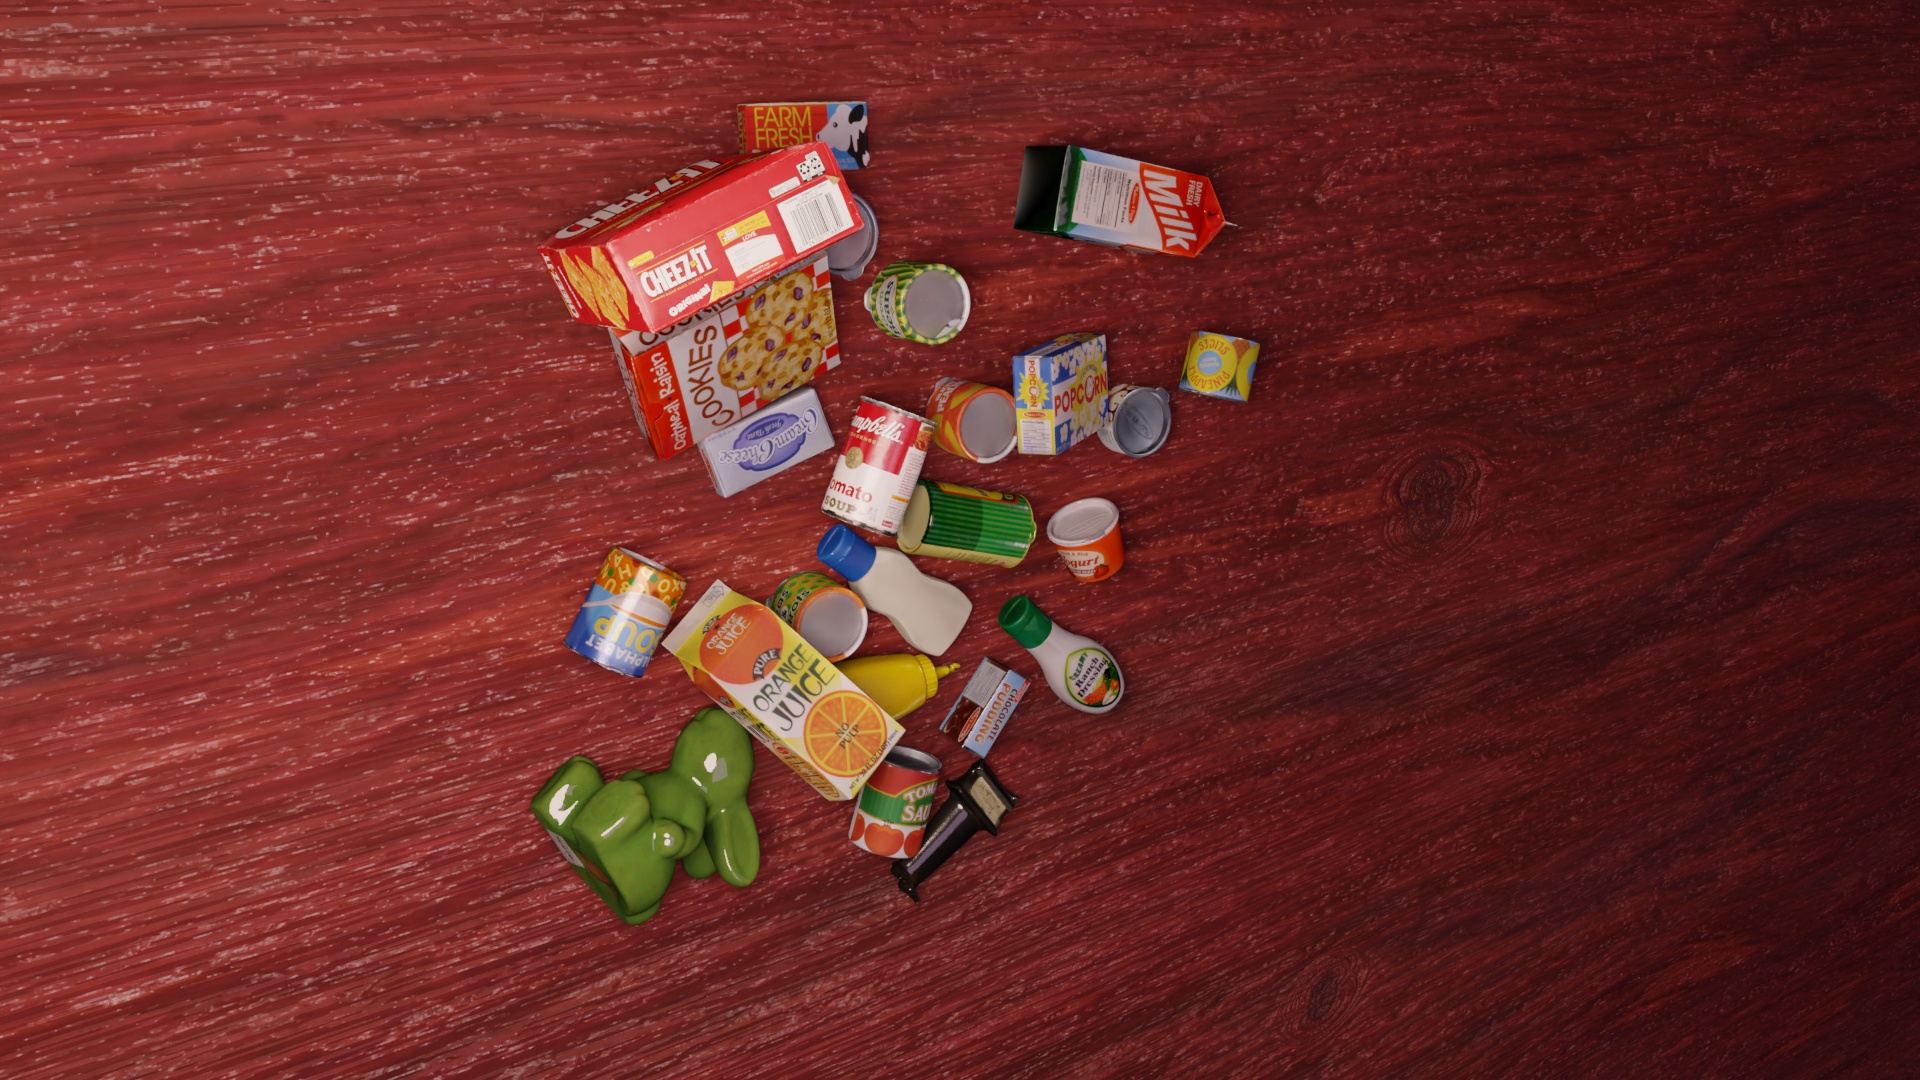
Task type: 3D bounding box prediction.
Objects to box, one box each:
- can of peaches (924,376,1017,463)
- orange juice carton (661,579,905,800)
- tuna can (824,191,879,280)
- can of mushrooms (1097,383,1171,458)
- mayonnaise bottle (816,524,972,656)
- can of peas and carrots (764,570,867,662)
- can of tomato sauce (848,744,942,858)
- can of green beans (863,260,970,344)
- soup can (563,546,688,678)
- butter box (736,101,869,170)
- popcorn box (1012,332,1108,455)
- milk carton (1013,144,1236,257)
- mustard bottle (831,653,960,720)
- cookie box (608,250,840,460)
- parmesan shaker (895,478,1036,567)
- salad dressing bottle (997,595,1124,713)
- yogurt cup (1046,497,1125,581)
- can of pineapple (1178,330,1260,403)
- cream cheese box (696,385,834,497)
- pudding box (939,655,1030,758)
[{"bbox_3d":[0.010,-0.105,1.195,0.071,0.058,0.071,-8,107,-28],"label":"can of peaches"},{"bbox_3d":[-0.144,0.120,1.111,0.192,0.073,0.072,43,67,-8],"label":"orange juice carton"},{"bbox_3d":[-0.101,-0.244,1.112,0.071,0.033,0.071,-8,106,-28],"label":"tuna can"},{"bbox_3d":[0.162,-0.114,1.293,0.071,0.033,0.071,-7,105,-27],"label":"can of mushrooms"},{"bbox_3d":[-0.059,0.039,1.201,0.148,0.041,0.065,38,81,-30],"label":"mayonnaise bottle"},{"bbox_3d":[-0.121,0.063,1.161,0.071,0.059,0.070,-7,105,-28],"label":"can of peas and carrots"},{"bbox_3d":[-0.057,0.231,1.232,0.071,0.071,0.083,11,97,-31],"label":"can of tomato sauce"},{"bbox_3d":[-0.034,-0.197,1.147,0.071,0.058,0.071,-8,106,-28],"label":"can of green beans"},{"bbox_3d":[-0.257,0.056,1.074,0.071,0.071,0.084,27,88,-32],"label":"soup can"},{"bbox_3d":[-0.123,-0.316,1.087,0.104,0.024,0.053,-11,107,-28],"label":"butter box"},{"bbox_3d":[0.089,-0.129,1.208,0.127,0.038,0.085,-32,122,-58],"label":"popcorn box"},{"bbox_3d":[0.149,-0.293,1.220,0.191,0.072,0.073,4,101,-29],"label":"milk carton"},{"bbox_3d":[-0.072,0.131,1.210,0.161,0.049,0.065,-12,101,-27],"label":"mustard bottle"},{"bbox_3d":[-0.174,-0.147,1.054,0.168,0.040,0.122,-32,152,-20],"label":"cookie box"},{"bbox_3d":[0.004,-0.015,1.205,0.103,0.071,0.071,9,98,-31],"label":"parmesan shaker"},{"bbox_3d":[0.094,0.107,1.302,0.147,0.044,0.064,42,79,-30],"label":"salad dressing bottle"},{"bbox_3d":[0.119,0.001,1.280,0.072,0.072,0.053,-35,125,-18],"label":"yogurt cup"},{"bbox_3d":[0.243,-0.163,1.307,0.071,0.071,0.057,7,98,-31],"label":"can of pineapple"},{"bbox_3d":[-0.158,-0.081,1.124,0.104,0.024,0.053,-28,115,-21],"label":"cream cheese box"},{"bbox_3d":[0.022,0.152,1.269,0.030,0.050,0.084,36,83,-30],"label":"pudding box"}]
